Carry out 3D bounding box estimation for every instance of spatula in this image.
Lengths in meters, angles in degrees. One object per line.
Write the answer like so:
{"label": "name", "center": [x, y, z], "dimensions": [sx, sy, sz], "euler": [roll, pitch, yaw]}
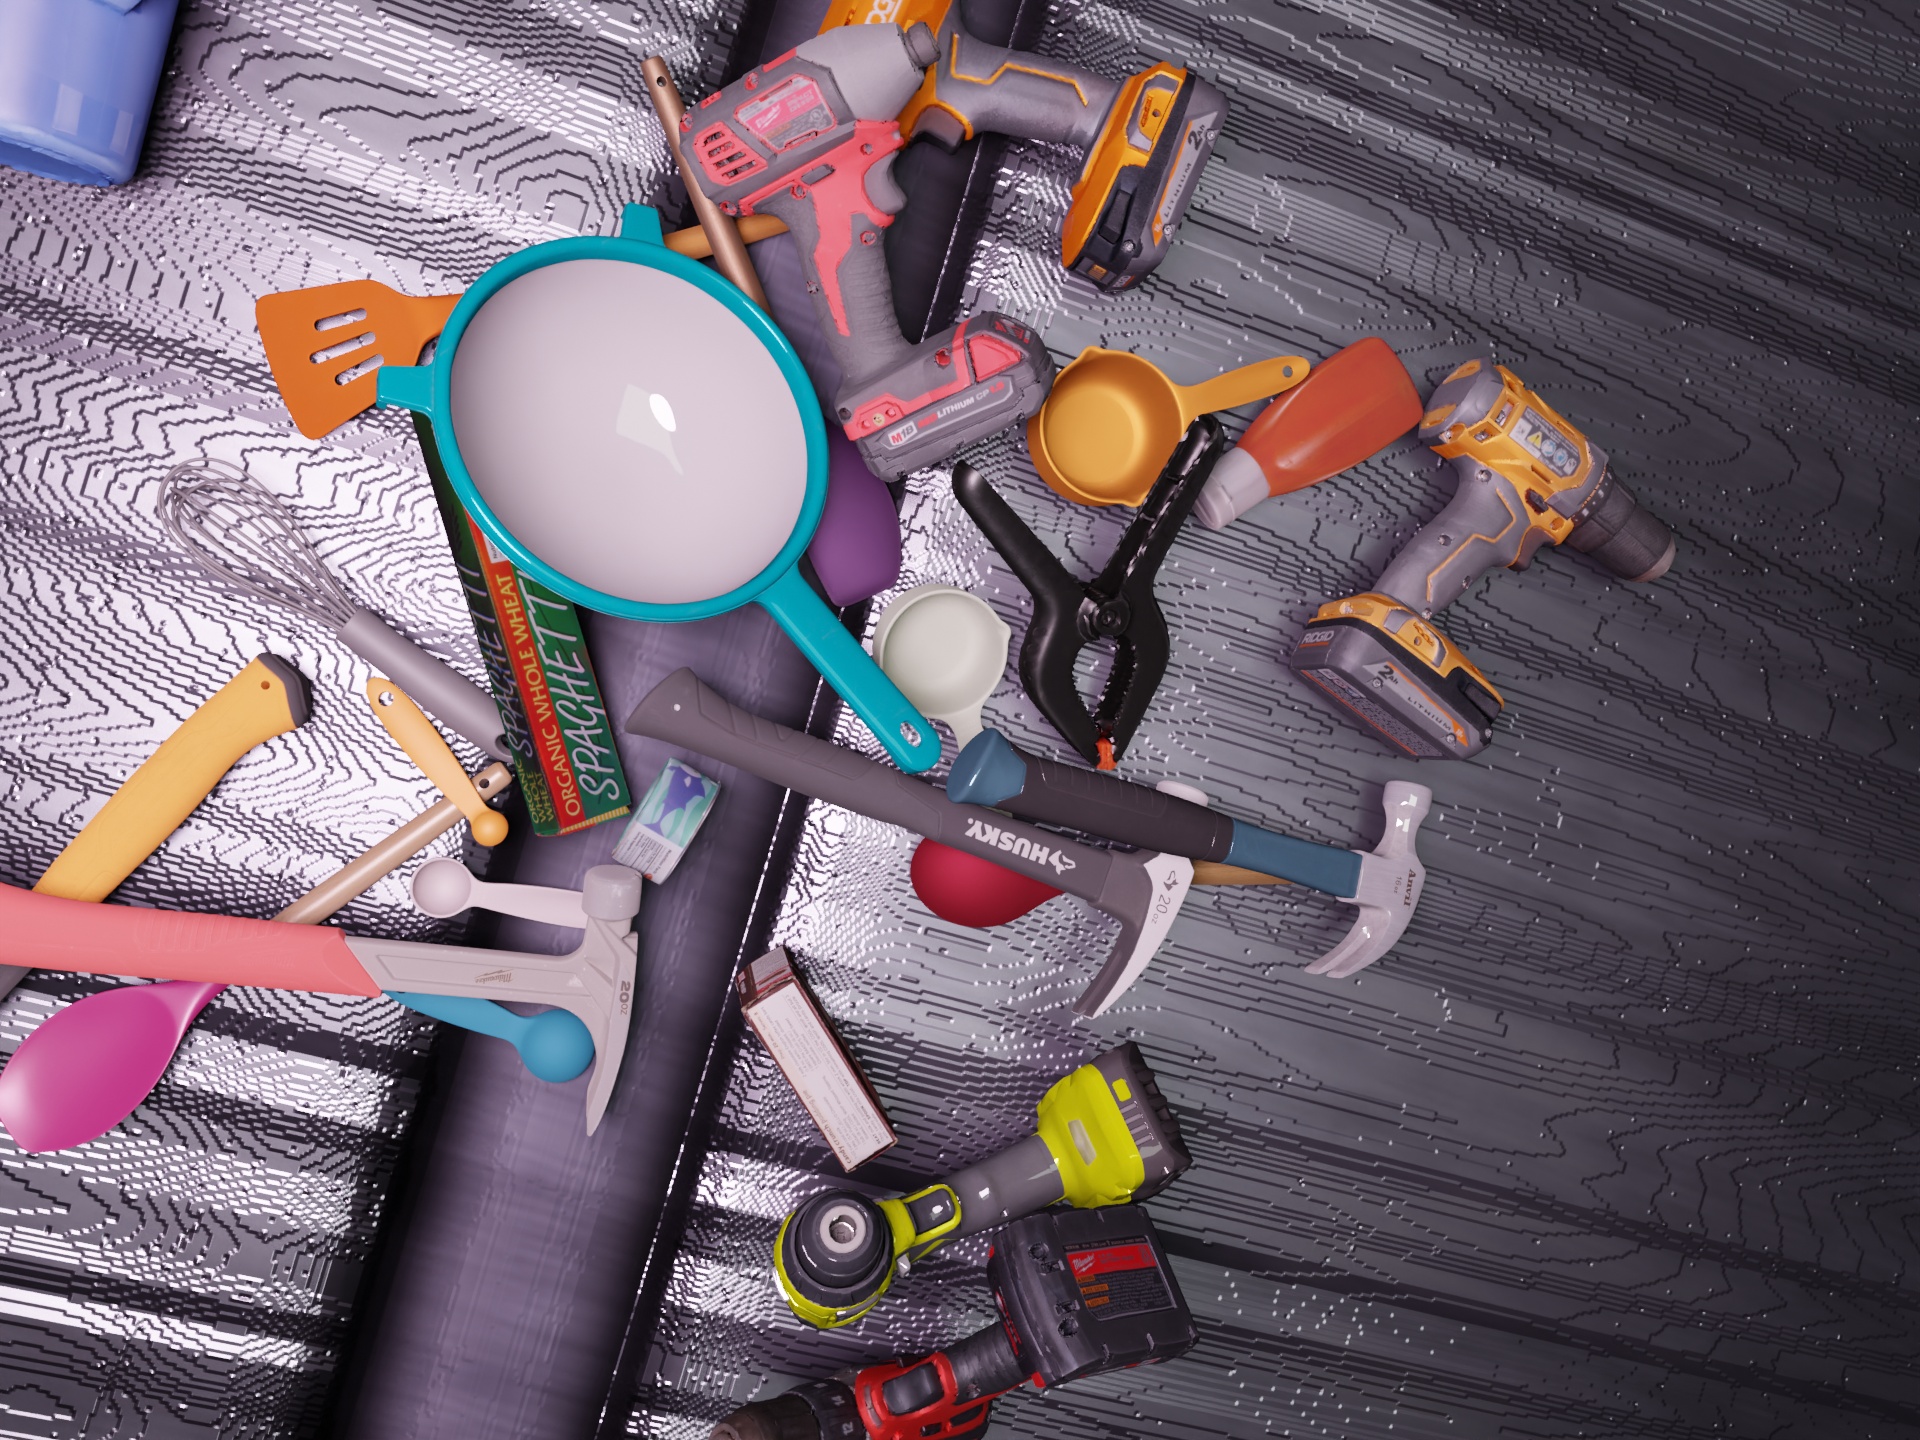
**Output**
{"label": "spatula", "center": [-0.222, -0.243, 0.885], "dimensions": [0.322, 0.041, 0.081], "euler": [-21, 97, -14]}
{"label": "spatula", "center": [-0.108, -0.216, 0.897], "dimensions": [0.060, 0.018, 0.315], "euler": [-26, 105, -13]}

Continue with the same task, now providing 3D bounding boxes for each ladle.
{"label": "ladle", "center": [0.126, 0.093, 0.970], "dimensions": [0.315, 0.031, 0.069], "euler": [1, 104, -14]}

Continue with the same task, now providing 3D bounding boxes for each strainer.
{"label": "strainer", "center": [-0.142, -0.094, 0.860], "dimensions": [0.340, 0.095, 0.211], "euler": [49, 57, -11]}

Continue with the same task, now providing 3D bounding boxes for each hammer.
{"label": "hammer", "center": [-0.027, 0.054, 0.896], "dimensions": [0.334, 0.035, 0.146], "euler": [22, 81, -14]}
{"label": "hammer", "center": [0.139, 0.064, 0.909], "dimensions": [0.330, 0.033, 0.128], "euler": [17, 80, -28]}
{"label": "hammer", "center": [-0.479, 0.089, 0.836], "dimensions": [0.127, 0.034, 0.337], "euler": [43, 82, -6]}
{"label": "hammer", "center": [-0.353, 0.131, 0.829], "dimensions": [0.359, 0.037, 0.149], "euler": [8, 102, -15]}

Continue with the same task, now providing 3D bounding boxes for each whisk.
{"label": "whisk", "center": [-0.327, -0.055, 0.861], "dimensions": [0.238, 0.055, 0.055], "euler": [40, 84, -15]}

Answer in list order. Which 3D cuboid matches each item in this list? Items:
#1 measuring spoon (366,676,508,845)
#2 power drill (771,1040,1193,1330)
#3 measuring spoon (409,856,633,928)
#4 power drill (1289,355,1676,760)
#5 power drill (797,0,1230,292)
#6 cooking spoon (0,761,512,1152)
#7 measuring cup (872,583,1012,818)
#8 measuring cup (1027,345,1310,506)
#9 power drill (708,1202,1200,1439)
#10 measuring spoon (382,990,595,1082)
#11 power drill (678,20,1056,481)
{"label": "measuring spoon", "center": [-0.289, 0.021, 0.874], "dimensions": [0.021, 0.011, 0.117], "euler": [-39, 86, -10]}
{"label": "power drill", "center": [0.006, 0.260, 0.874], "dimensions": [0.228, 0.190, 0.080], "euler": [-20, 68, -16]}
{"label": "measuring spoon", "center": [-0.247, 0.101, 0.900], "dimensions": [0.124, 0.018, 0.034], "euler": [13, 94, -19]}
{"label": "power drill", "center": [0.329, -0.083, 0.981], "dimensions": [0.185, 0.084, 0.226], "euler": [35, 81, -13]}
{"label": "power drill", "center": [0.020, -0.332, 0.903], "dimensions": [0.226, 0.084, 0.164], "euler": [24, 88, -8]}
{"label": "cooking spoon", "center": [-0.380, 0.122, 0.868], "dimensions": [0.319, 0.017, 0.069], "euler": [-37, 83, -8]}
{"label": "measuring cup", "center": [-0.001, -0.003, 0.940], "dimensions": [0.083, 0.038, 0.167], "euler": [-22, 114, -10]}
{"label": "measuring cup", "center": [0.121, -0.183, 0.945], "dimensions": [0.173, 0.052, 0.095], "euler": [-19, 96, -12]}
{"label": "power drill", "center": [-0.008, 0.345, 0.845], "dimensions": [0.187, 0.080, 0.226], "euler": [14, 133, -47]}
{"label": "measuring spoon", "center": [-0.266, 0.169, 0.892], "dimensions": [0.128, 0.021, 0.042], "euler": [25, 87, -14]}
{"label": "power drill", "center": [-0.039, -0.254, 0.853], "dimensions": [0.143, 0.079, 0.219], "euler": [-23, 111, 16]}
